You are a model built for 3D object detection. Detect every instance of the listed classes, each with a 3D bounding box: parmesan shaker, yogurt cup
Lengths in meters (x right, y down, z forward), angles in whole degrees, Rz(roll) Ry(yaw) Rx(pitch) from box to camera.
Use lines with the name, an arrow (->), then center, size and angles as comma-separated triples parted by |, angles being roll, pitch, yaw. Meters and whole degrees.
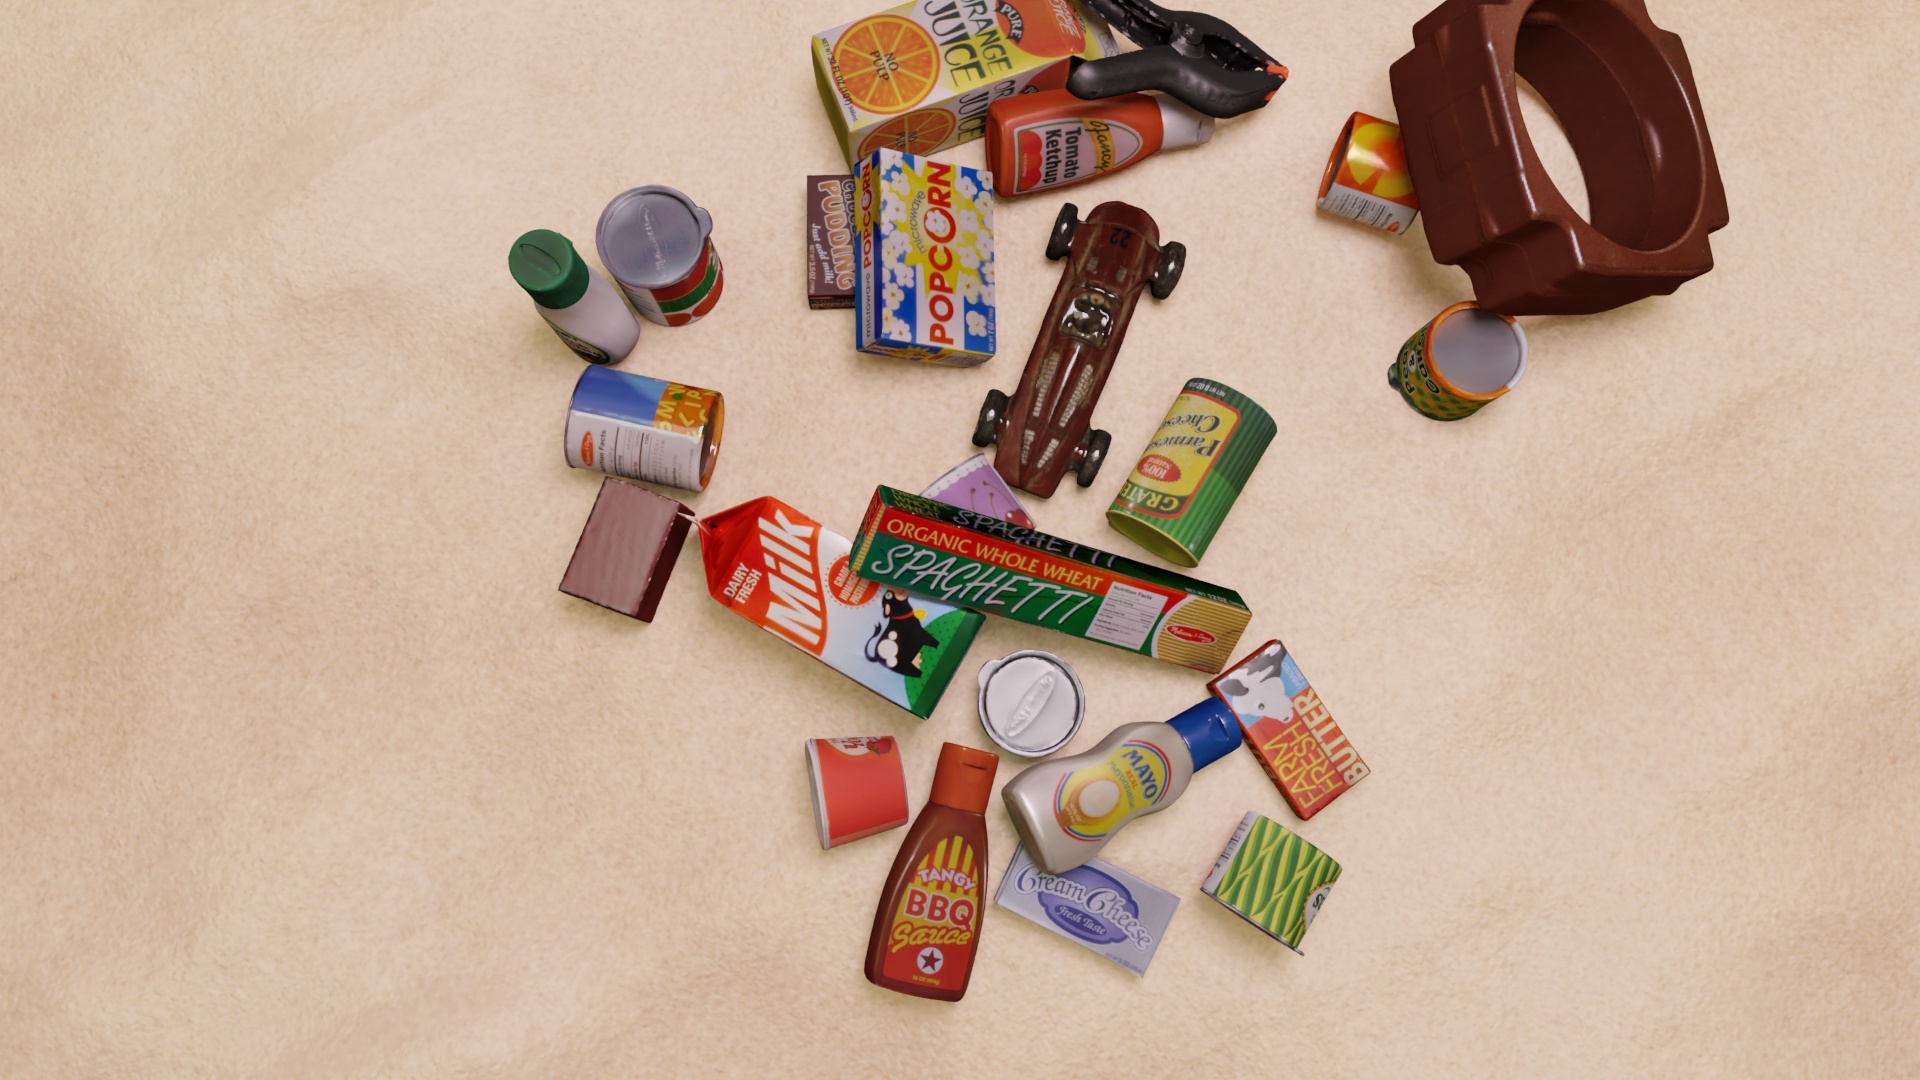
parmesan shaker -> 0.144, -0.044, 0.876 | 0.071, 0.071, 0.103 | 31, 82, 3
yogurt cup -> -0.063, 0.150, 0.842 | 0.054, 0.072, 0.072 | -8, 82, -11

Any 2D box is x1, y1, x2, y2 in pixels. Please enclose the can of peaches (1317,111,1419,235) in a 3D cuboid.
can of peaches -> 0.273, -0.242, 0.908 | 0.058, 0.071, 0.071 | 18, 82, 2

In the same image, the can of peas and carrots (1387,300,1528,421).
can of peas and carrots -> 0.319, -0.115, 0.894 | 0.071, 0.058, 0.071 | 0, 81, -2

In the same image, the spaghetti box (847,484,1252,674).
spaghetti box -> 0.056, 0.025, 0.829 | 0.250, 0.029, 0.050 | 16, 114, -19

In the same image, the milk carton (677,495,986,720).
milk carton -> -0.085, 0.033, 0.854 | 0.191, 0.072, 0.073 | 29, 83, 3

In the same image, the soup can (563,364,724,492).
soup can -> -0.196, -0.072, 0.871 | 0.084, 0.071, 0.071 | 12, 82, -1

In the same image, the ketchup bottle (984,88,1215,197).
ketchup bottle -> 0.092, -0.268, 0.911 | 0.149, 0.064, 0.044 | -13, 49, -12

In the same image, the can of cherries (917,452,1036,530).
can of cherries -> 0.003, -0.011, 0.865 | 0.071, 0.071, 0.058 | -36, 85, -6

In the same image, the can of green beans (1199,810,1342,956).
can of green beans -> 0.188, 0.205, 0.839 | 0.071, 0.071, 0.058 | 33, 82, 3

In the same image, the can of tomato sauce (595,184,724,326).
can of tomato sauce -> -0.186, -0.179, 0.877 | 0.071, 0.083, 0.071 | 0, 82, -2

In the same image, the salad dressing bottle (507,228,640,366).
salad dressing bottle -> -0.233, -0.146, 0.838 | 0.064, 0.147, 0.044 | 35, 83, 4

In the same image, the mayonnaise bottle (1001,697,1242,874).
mayonnaise bottle -> 0.102, 0.143, 0.845 | 0.148, 0.041, 0.065 | -25, 86, -17

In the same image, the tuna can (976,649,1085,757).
tuna can -> 0.041, 0.100, 0.867 | 0.071, 0.033, 0.071 | 0, 82, -2

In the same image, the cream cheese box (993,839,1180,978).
cream cheese box -> 0.077, 0.221, 0.854 | 0.104, 0.024, 0.053 | 26, 81, 2

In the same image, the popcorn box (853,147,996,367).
popcorn box -> -0.023, -0.178, 0.887 | 0.085, 0.038, 0.127 | 4, 80, -31

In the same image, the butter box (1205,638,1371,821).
butter box -> 0.206, 0.119, 0.873 | 0.053, 0.024, 0.103 | -33, 84, -7

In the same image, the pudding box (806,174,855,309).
pudding box -> -0.076, -0.195, 0.909 | 0.050, 0.030, 0.084 | -1, 82, -3

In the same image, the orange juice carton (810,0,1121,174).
orange juice carton -> 0.006, -0.312, 0.907 | 0.193, 0.073, 0.072 | -21, 81, -5

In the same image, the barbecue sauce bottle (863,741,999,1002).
barbecue sauce bottle -> -0.011, 0.199, 0.845 | 0.065, 0.043, 0.148 | 16, 81, -13
